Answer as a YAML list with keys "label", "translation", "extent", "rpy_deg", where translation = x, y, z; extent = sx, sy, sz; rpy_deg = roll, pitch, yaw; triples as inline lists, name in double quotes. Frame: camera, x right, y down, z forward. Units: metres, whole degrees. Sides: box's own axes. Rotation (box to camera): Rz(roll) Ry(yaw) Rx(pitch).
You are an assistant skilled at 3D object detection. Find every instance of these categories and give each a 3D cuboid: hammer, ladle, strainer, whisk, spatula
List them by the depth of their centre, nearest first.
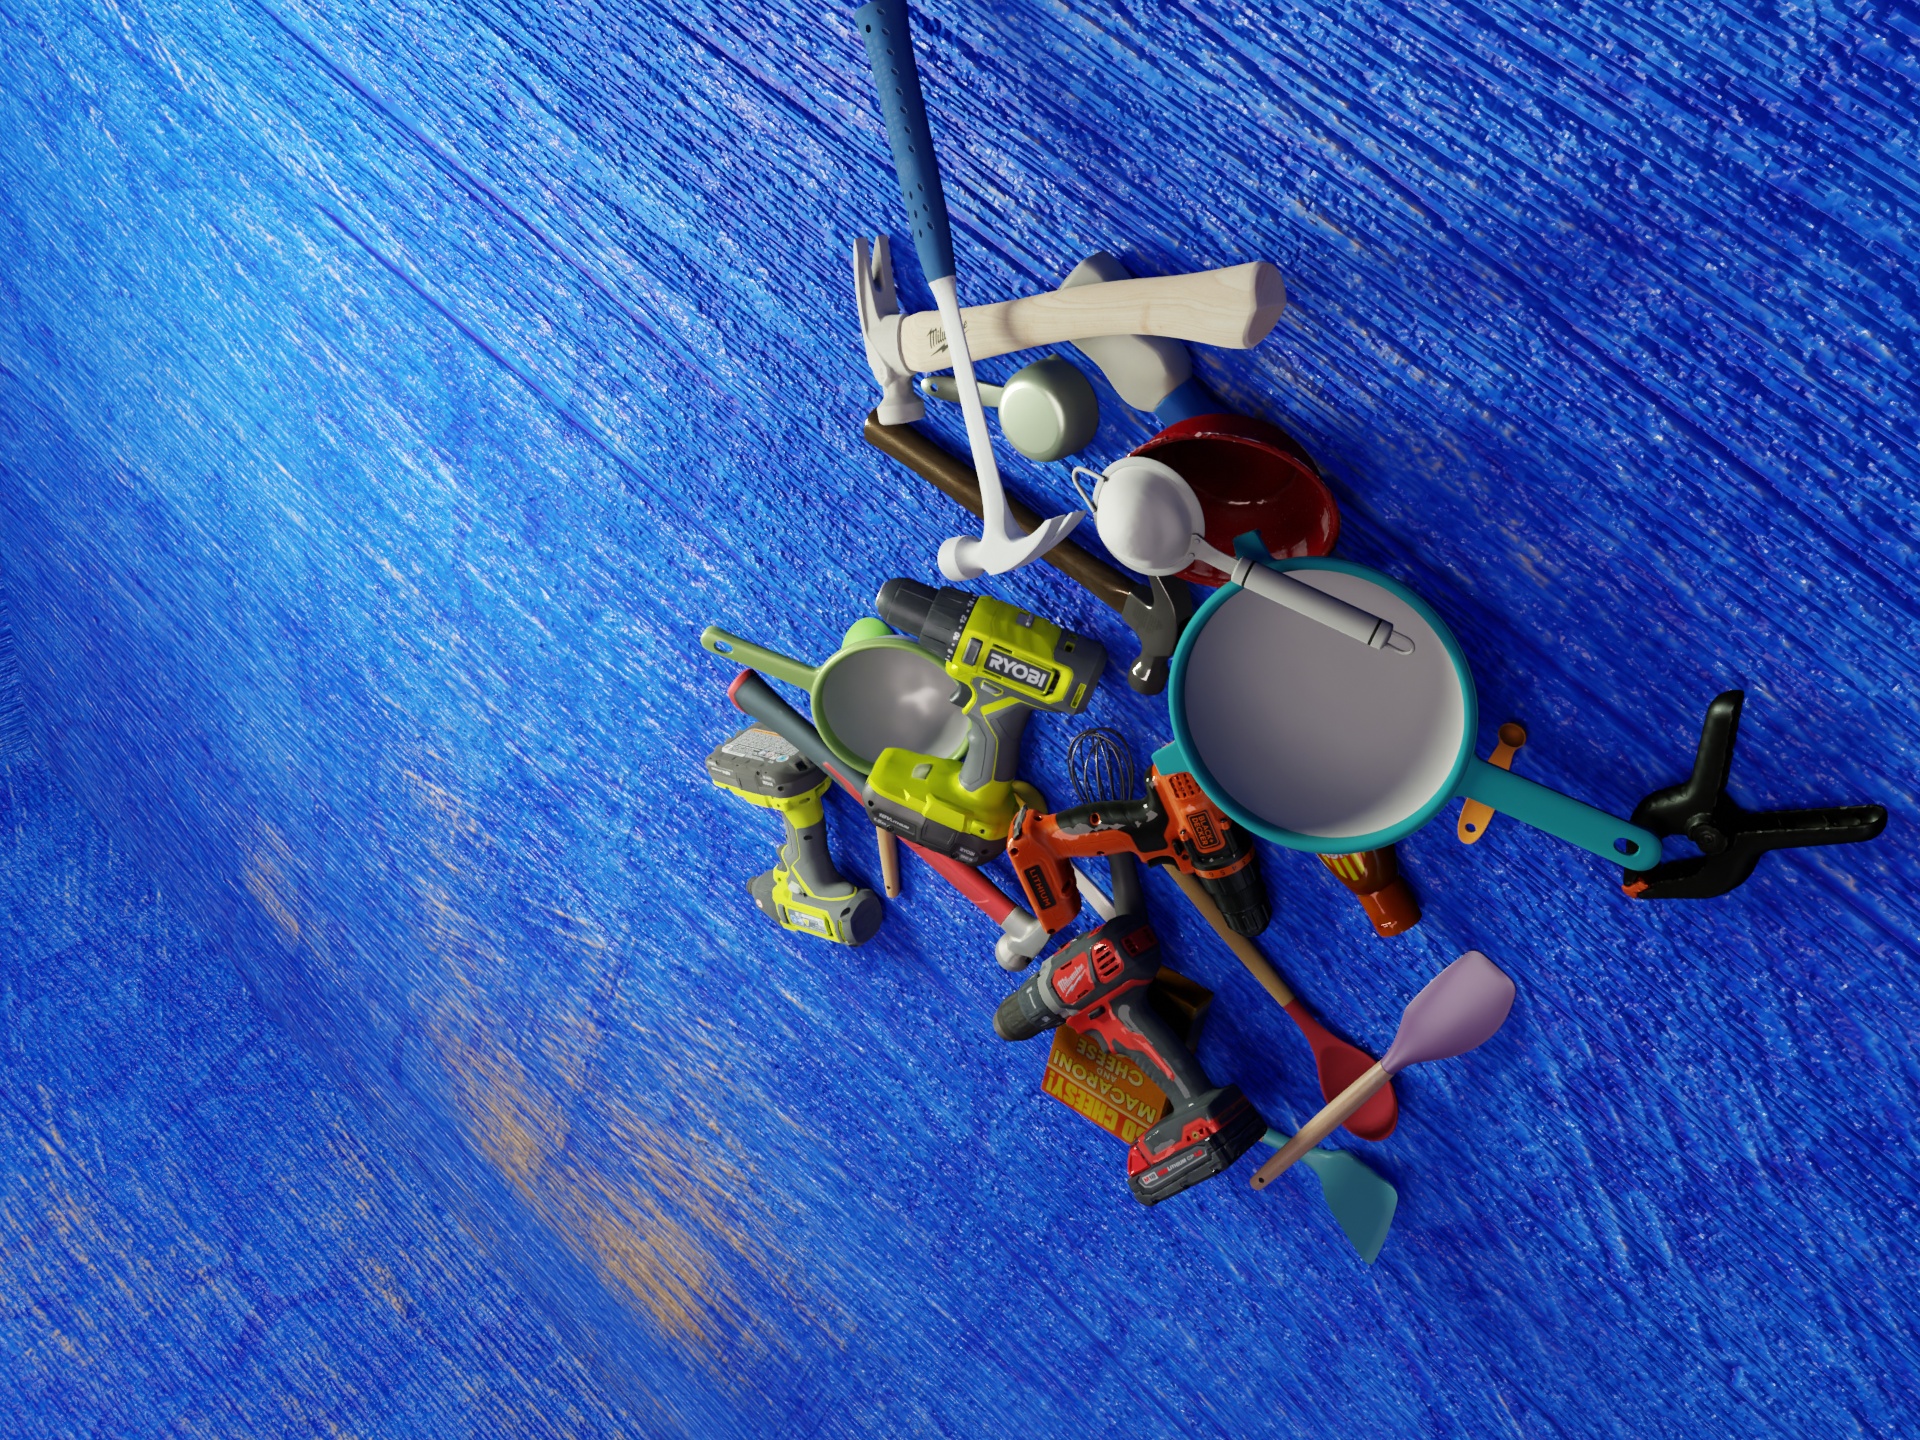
- label: "strainer"
  translation: [0.179, -0.102, 1.048]
  extent: [0.258, 0.050, 0.086]
  rpy_deg: [27, 134, 13]
- label: "strainer"
  translation: [0.315, 0.006, 1.095]
  extent: [0.340, 0.095, 0.211]
  rpy_deg: [25, 117, 16]
- label: "hammer"
  translation: [0.058, -0.291, 1.115]
  extent: [0.411, 0.038, 0.146]
  rpy_deg: [9, 113, 51]
- label: "hammer"
  translation: [-0.006, -0.305, 1.133]
  extent: [0.144, 0.035, 0.405]
  rpy_deg: [-4, 102, 54]
- label: "hammer"
  translation: [0.048, -0.159, 1.268]
  extent: [0.331, 0.031, 0.130]
  rpy_deg: [38, 140, 22]
- label: "spatula"
  translation: [0.330, 0.294, 1.279]
  extent: [0.060, 0.018, 0.315]
  rpy_deg: [44, 125, 12]
- label: "ladle"
  translation: [0.257, 0.216, 1.331]
  extent: [0.315, 0.031, 0.069]
  rpy_deg: [51, 131, 8]
- label: "whisk"
  translation: [0.133, 0.109, 1.362]
  extent: [0.055, 0.055, 0.238]
  rpy_deg: [10, 126, 39]
- label: "strainer"
  translation: [-0.103, -0.042, 1.418]
  extent: [0.256, 0.069, 0.151]
  rpy_deg: [21, 125, -1]
- label: "spatula"
  translation: [0.246, 0.360, 1.420]
  extent: [0.318, 0.044, 0.082]
  rpy_deg: [27, 120, 30]
- label: "hammer"
  translation: [-0.063, 0.077, 1.485]
  extent: [0.386, 0.038, 0.143]
  rpy_deg: [41, 147, 8]

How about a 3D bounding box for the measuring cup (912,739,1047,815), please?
- label: "measuring cup"
  translation: [0.016, 0.055, 1.452]
  extent: [0.157, 0.029, 0.062]
  rpy_deg: [35, 135, 25]

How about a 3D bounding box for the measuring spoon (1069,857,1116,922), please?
- label: "measuring spoon"
  translation: [0.110, 0.154, 1.432]
  extent: [0.124, 0.018, 0.034]
  rpy_deg: [48, 138, 7]

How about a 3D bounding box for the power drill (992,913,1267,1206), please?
- label: "power drill"
  translation: [0.138, 0.299, 1.383]
  extent: [0.188, 0.080, 0.227]
  rpy_deg: [-40, 76, 37]

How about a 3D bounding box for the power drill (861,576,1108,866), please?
- label: "power drill"
  translation: [-0.002, -0.004, 1.334]
  extent: [0.190, 0.080, 0.228]
  rpy_deg: [22, 123, 2]

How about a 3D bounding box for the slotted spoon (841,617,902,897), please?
- label: "slotted spoon"
  translation: [-0.077, 0.045, 1.532]
  extent: [0.070, 0.031, 0.313]
  rpy_deg: [17, 128, 30]

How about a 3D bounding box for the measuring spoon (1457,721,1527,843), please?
- label: "measuring spoon"
  translation: [0.375, 0.044, 1.123]
  extent: [0.021, 0.011, 0.116]
  rpy_deg: [32, 137, 24]

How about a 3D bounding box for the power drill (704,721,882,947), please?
- label: "power drill"
  translation: [-0.179, 0.120, 1.639]
  extent: [0.171, 0.080, 0.223]
  rpy_deg: [11, 126, 38]

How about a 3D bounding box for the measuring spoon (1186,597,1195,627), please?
- label: "measuring spoon"
  translation: [0.183, -0.080, 1.219]
  extent: [0.128, 0.021, 0.042]
  rpy_deg: [63, 151, 5]

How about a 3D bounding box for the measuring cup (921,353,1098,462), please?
- label: "measuring cup"
  translation: [0.027, -0.245, 1.234]
  extent: [0.168, 0.038, 0.083]
  rpy_deg: [17, 126, 32]
